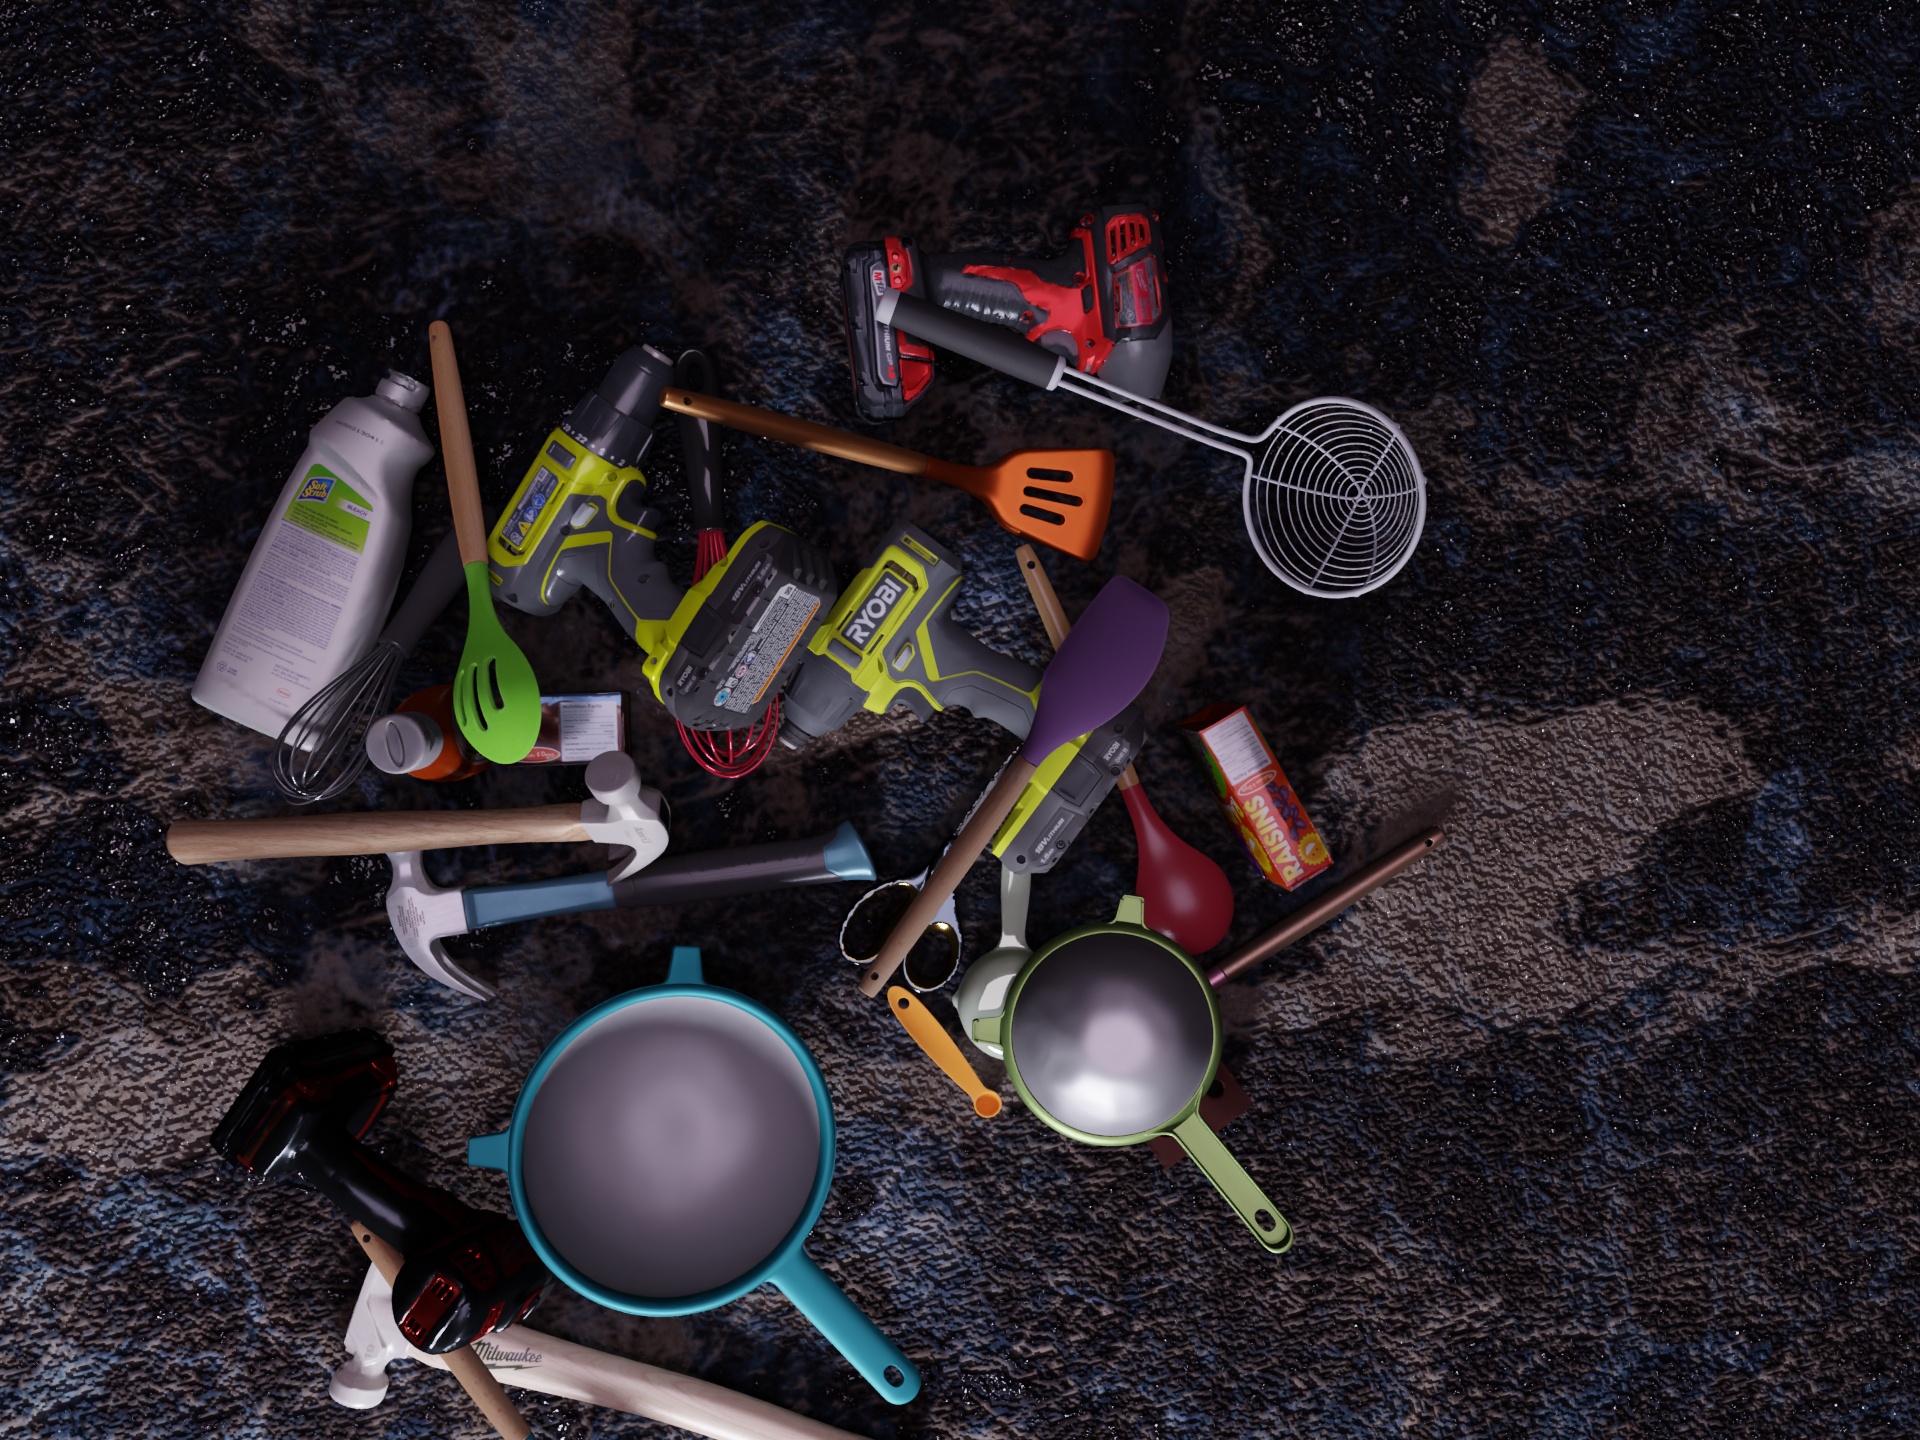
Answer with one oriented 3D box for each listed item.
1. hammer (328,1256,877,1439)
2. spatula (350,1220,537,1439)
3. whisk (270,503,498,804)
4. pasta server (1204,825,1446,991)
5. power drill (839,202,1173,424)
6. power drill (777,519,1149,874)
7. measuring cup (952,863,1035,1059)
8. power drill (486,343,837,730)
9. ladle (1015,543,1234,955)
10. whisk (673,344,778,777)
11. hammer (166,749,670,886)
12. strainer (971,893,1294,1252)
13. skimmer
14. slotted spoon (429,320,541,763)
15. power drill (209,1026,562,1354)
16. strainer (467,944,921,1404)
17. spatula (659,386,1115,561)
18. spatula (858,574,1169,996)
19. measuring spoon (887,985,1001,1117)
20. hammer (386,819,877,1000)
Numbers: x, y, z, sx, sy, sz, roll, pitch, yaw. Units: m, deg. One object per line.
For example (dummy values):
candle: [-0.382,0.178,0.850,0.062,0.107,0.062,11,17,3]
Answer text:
hammer: [-0.219,0.459,1.110,0.410,0.038,0.146,19,91,-4]
spatula: [-0.311,0.462,1.075,0.082,0.044,0.317,-37,89,-3]
whisk: [-0.370,-0.048,1.037,0.055,0.055,0.239,28,65,-4]
pasta server: [0.208,0.164,1.116,0.316,0.040,0.060,-32,91,-2]
power drill: [0.034,-0.263,1.068,0.219,0.078,0.143,-8,94,-5]
power drill: [-0.002,-0.003,1.070,0.223,0.080,0.171,37,95,5]
measuring cup: [0.038,0.155,1.105,0.083,0.038,0.167,2,95,-3]
power drill: [-0.191,-0.118,1.017,0.229,0.080,0.190,37,98,26]
ladle: [0.109,0.022,1.110,0.069,0.031,0.315,-25,92,-1]
whisk: [-0.168,-0.108,1.075,0.073,0.073,0.296,-6,87,-3]
hammer: [-0.349,0.072,1.026,0.331,0.130,0.031,-4,60,7]
strainer: [0.135,0.251,1.047,0.151,0.069,0.256,-39,85,-1]
skimmer: [0.116,-0.188,1.002,0.363,0.090,0.127,20,121,-7]
slotted spoon: [-0.319,-0.122,1.030,0.070,0.031,0.314,-23,70,27]
power drill: [-0.351,0.305,1.045,0.227,0.188,0.080,38,97,14]
strainer: [-0.153,0.327,1.075,0.211,0.095,0.340,-43,98,-15]
spatula: [-0.041,-0.174,1.046,0.322,0.041,0.081,10,93,-31]
spatula: [0.031,0.048,1.017,0.060,0.018,0.316,36,94,11]
measuring spoon: [-0.012,0.232,1.123,0.021,0.011,0.117,-40,91,1]
hammer: [-0.224,0.112,1.093,0.331,0.033,0.128,-8,93,-3]
